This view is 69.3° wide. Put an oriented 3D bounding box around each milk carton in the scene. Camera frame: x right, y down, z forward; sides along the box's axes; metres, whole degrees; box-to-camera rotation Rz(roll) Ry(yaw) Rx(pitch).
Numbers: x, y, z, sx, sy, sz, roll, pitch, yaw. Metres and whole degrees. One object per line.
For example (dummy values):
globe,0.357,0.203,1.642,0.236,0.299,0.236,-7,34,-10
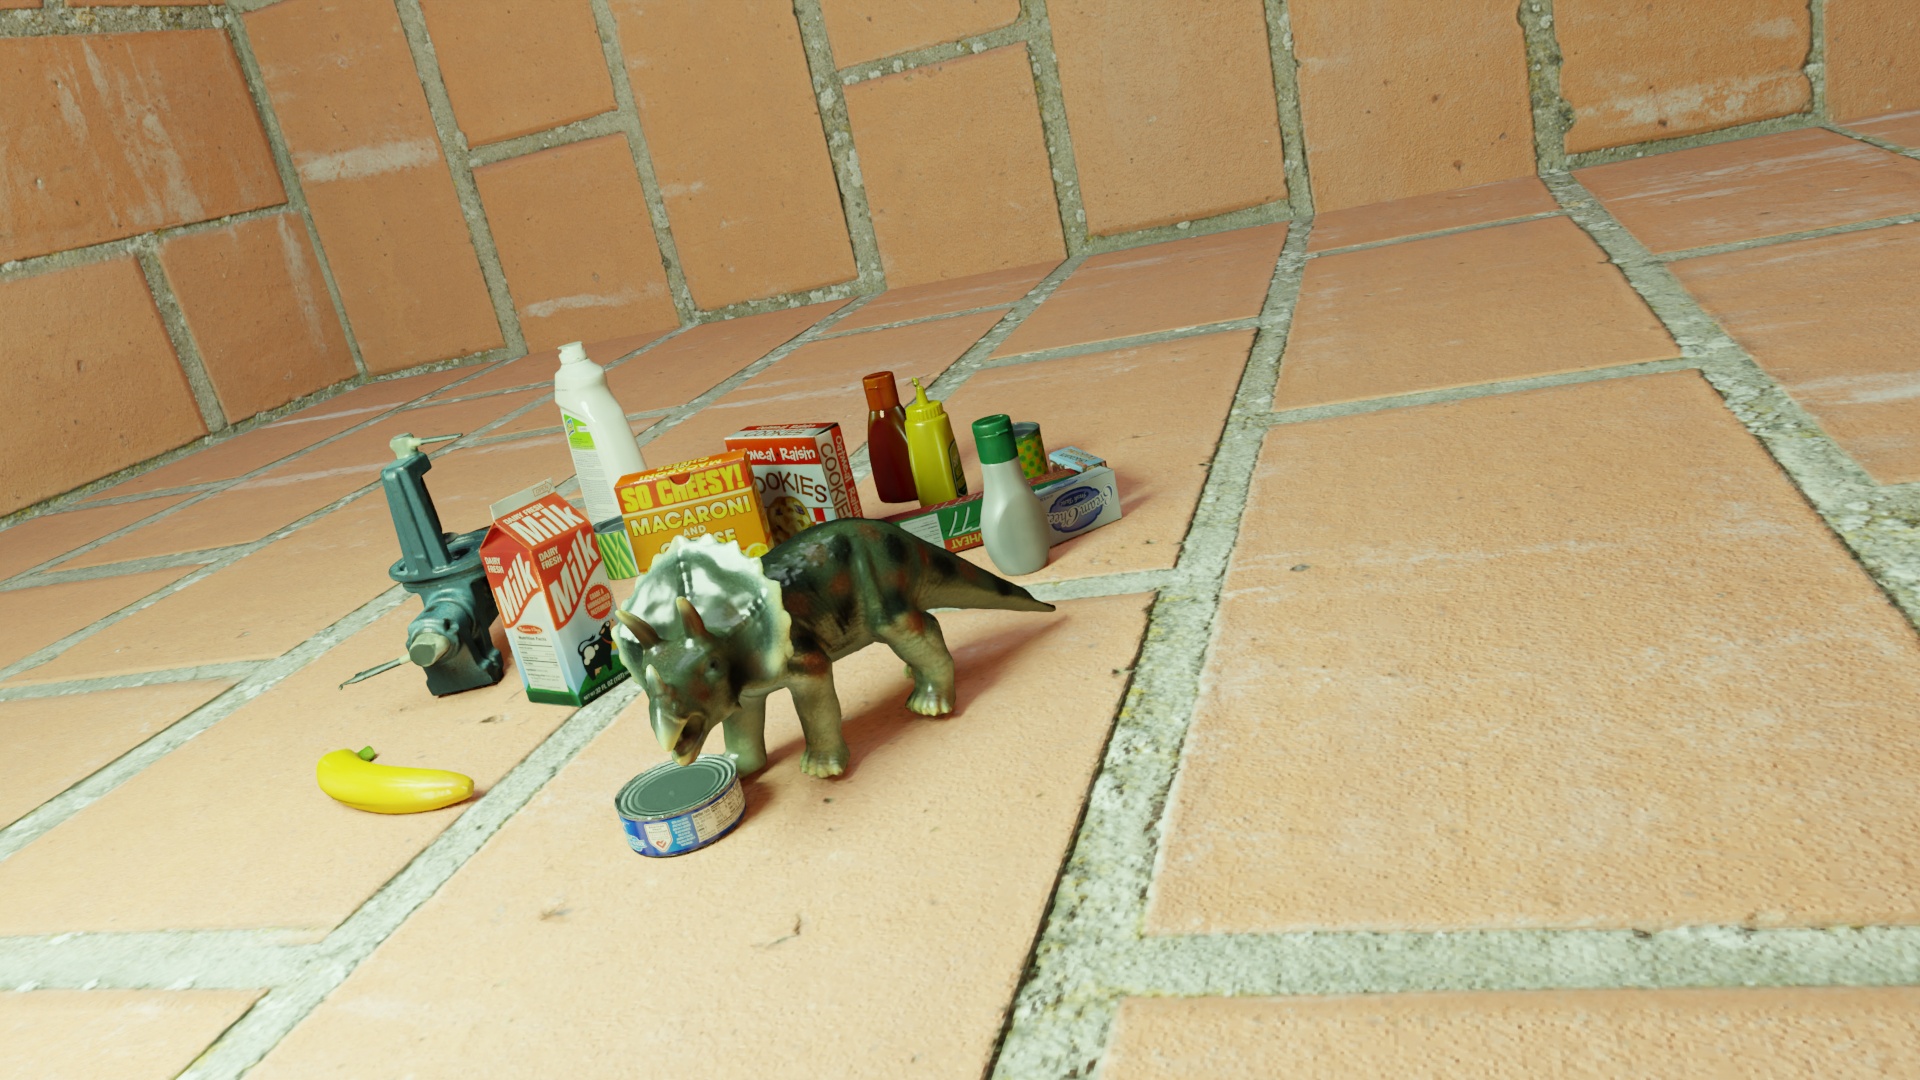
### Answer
milk carton,-0.361,0.045,1.231,0.073,0.190,0.073,0,22,34

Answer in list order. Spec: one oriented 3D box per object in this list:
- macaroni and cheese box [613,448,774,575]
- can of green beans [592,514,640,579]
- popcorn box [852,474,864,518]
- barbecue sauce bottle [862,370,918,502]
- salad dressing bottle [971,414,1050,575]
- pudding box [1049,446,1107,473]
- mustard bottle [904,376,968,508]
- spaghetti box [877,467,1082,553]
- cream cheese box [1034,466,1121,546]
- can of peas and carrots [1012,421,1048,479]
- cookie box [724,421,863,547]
macaroni and cheese box,-0.237,0.009,1.292,0.124,0.166,0.040,-13,18,0
can of green beans,-0.377,0.006,1.570,0.071,0.057,0.071,-12,18,4
popcorn box,-0.167,-0.022,1.467,0.127,0.085,0.038,-12,18,3
barbecue sauce bottle,-0.078,-0.119,1.592,0.065,0.148,0.044,-5,20,24
salad dressing bottle,0.044,-0.042,1.285,0.064,0.147,0.044,-21,20,-24
pudding box,0.126,-0.066,1.455,0.030,0.049,0.084,-18,19,-16
mustard bottle,-0.029,-0.096,1.474,0.049,0.159,0.065,-8,18,14
spaghetti box,0.005,-0.017,1.393,0.250,0.050,0.029,-15,18,-7
cream cheese box,0.108,-0.031,1.359,0.104,0.053,0.024,-22,20,-25
can of peas and carrots,0.061,-0.097,1.576,0.071,0.058,0.071,-12,18,4
cookie box,-0.154,-0.029,1.349,0.123,0.167,0.040,1,23,37
